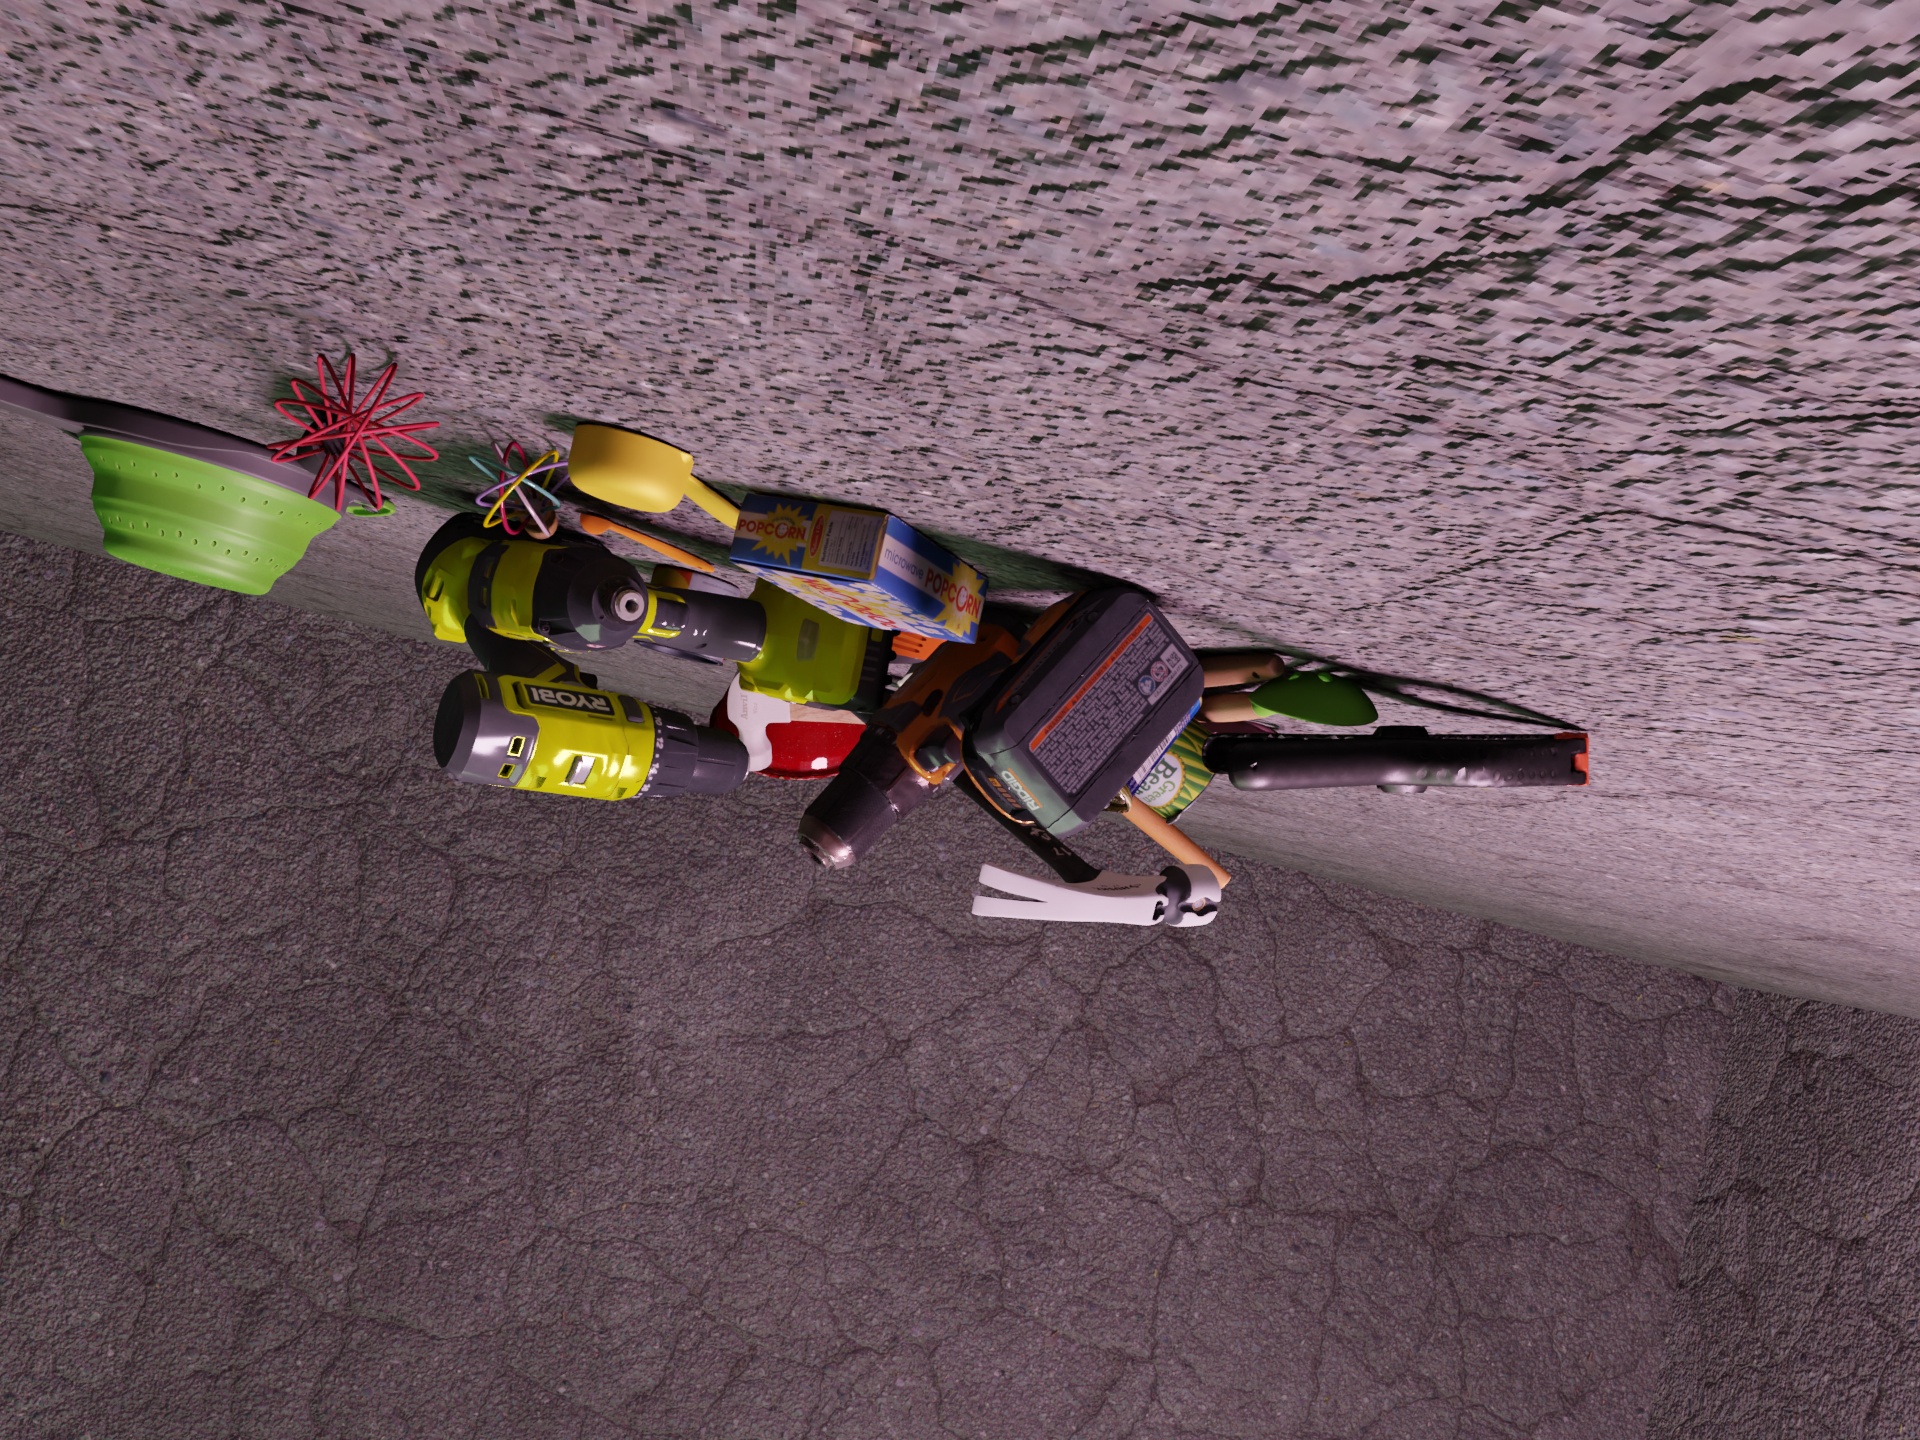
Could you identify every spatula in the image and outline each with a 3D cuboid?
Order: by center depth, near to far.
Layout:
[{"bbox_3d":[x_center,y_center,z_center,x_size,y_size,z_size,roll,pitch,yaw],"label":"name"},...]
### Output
[{"bbox_3d":[0.109,-0.018,1.003,0.082,0.044,0.317,44,165,-14],"label":"spatula"},{"bbox_3d":[0.052,0.015,1.088,0.322,0.041,0.081,39,160,1],"label":"spatula"}]

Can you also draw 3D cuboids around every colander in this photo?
[{"bbox_3d":[-0.598,-0.167,1.078,0.396,0.094,0.205,18,174,-36],"label":"colander"}]

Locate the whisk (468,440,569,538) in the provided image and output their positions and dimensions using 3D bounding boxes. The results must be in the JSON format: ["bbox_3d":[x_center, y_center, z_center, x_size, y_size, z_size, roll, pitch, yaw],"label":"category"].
[{"bbox_3d":[-0.244,-0.121,0.892,0.051,0.047,0.245,14,178,-12],"label":"whisk"}]

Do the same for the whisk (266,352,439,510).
[{"bbox_3d":[-0.307,-0.139,0.788,0.073,0.073,0.296,17,180,-26],"label":"whisk"}]

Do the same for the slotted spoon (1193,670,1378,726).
[{"bbox_3d":[0.179,-0.010,0.996,0.070,0.031,0.314,4,178,-8],"label":"slotted spoon"}]

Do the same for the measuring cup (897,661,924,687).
[{"bbox_3d":[-0.002,-0.004,1.213,0.083,0.038,0.167,25,156,12],"label":"measuring cup"}]

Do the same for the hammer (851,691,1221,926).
[{"bbox_3d":[-0.008,0.034,1.043,0.149,0.036,0.409,2,-160,-31],"label":"hammer"}]

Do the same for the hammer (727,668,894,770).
[{"bbox_3d":[-0.023,-0.007,1.280,0.331,0.130,0.031,4,-145,4],"label":"hammer"}]

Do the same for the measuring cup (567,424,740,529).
[{"bbox_3d":[-0.142,-0.108,0.795,0.062,0.029,0.156,13,173,19],"label":"measuring cup"}]

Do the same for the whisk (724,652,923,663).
[{"bbox_3d":[-0.126,-0.063,1.181,0.239,0.055,0.055,7,172,28],"label":"whisk"}]

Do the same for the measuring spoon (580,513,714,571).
[{"bbox_3d":[-0.202,-0.112,1.033,0.021,0.011,0.116,11,174,36],"label":"measuring spoon"}]

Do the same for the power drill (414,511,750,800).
[{"bbox_3d":[-0.248,-0.033,1.017,0.190,0.080,0.229,10,-149,-35],"label":"power drill"}]

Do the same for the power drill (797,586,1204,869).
[{"bbox_3d":[0.008,0.011,0.862,0.084,0.185,0.226,49,161,-17],"label":"power drill"}]

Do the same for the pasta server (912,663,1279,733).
[{"bbox_3d":[0.101,-0.007,1.187,0.316,0.040,0.060,14,180,14],"label":"pasta server"}]

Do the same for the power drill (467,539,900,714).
[{"bbox_3d":[-0.153,-0.058,0.931,0.223,0.080,0.171,9,-178,-37],"label":"power drill"}]

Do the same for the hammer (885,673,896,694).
[{"bbox_3d":[-0.014,-0.004,1.577,0.330,0.033,0.128,17,175,-31],"label":"hammer"}]
